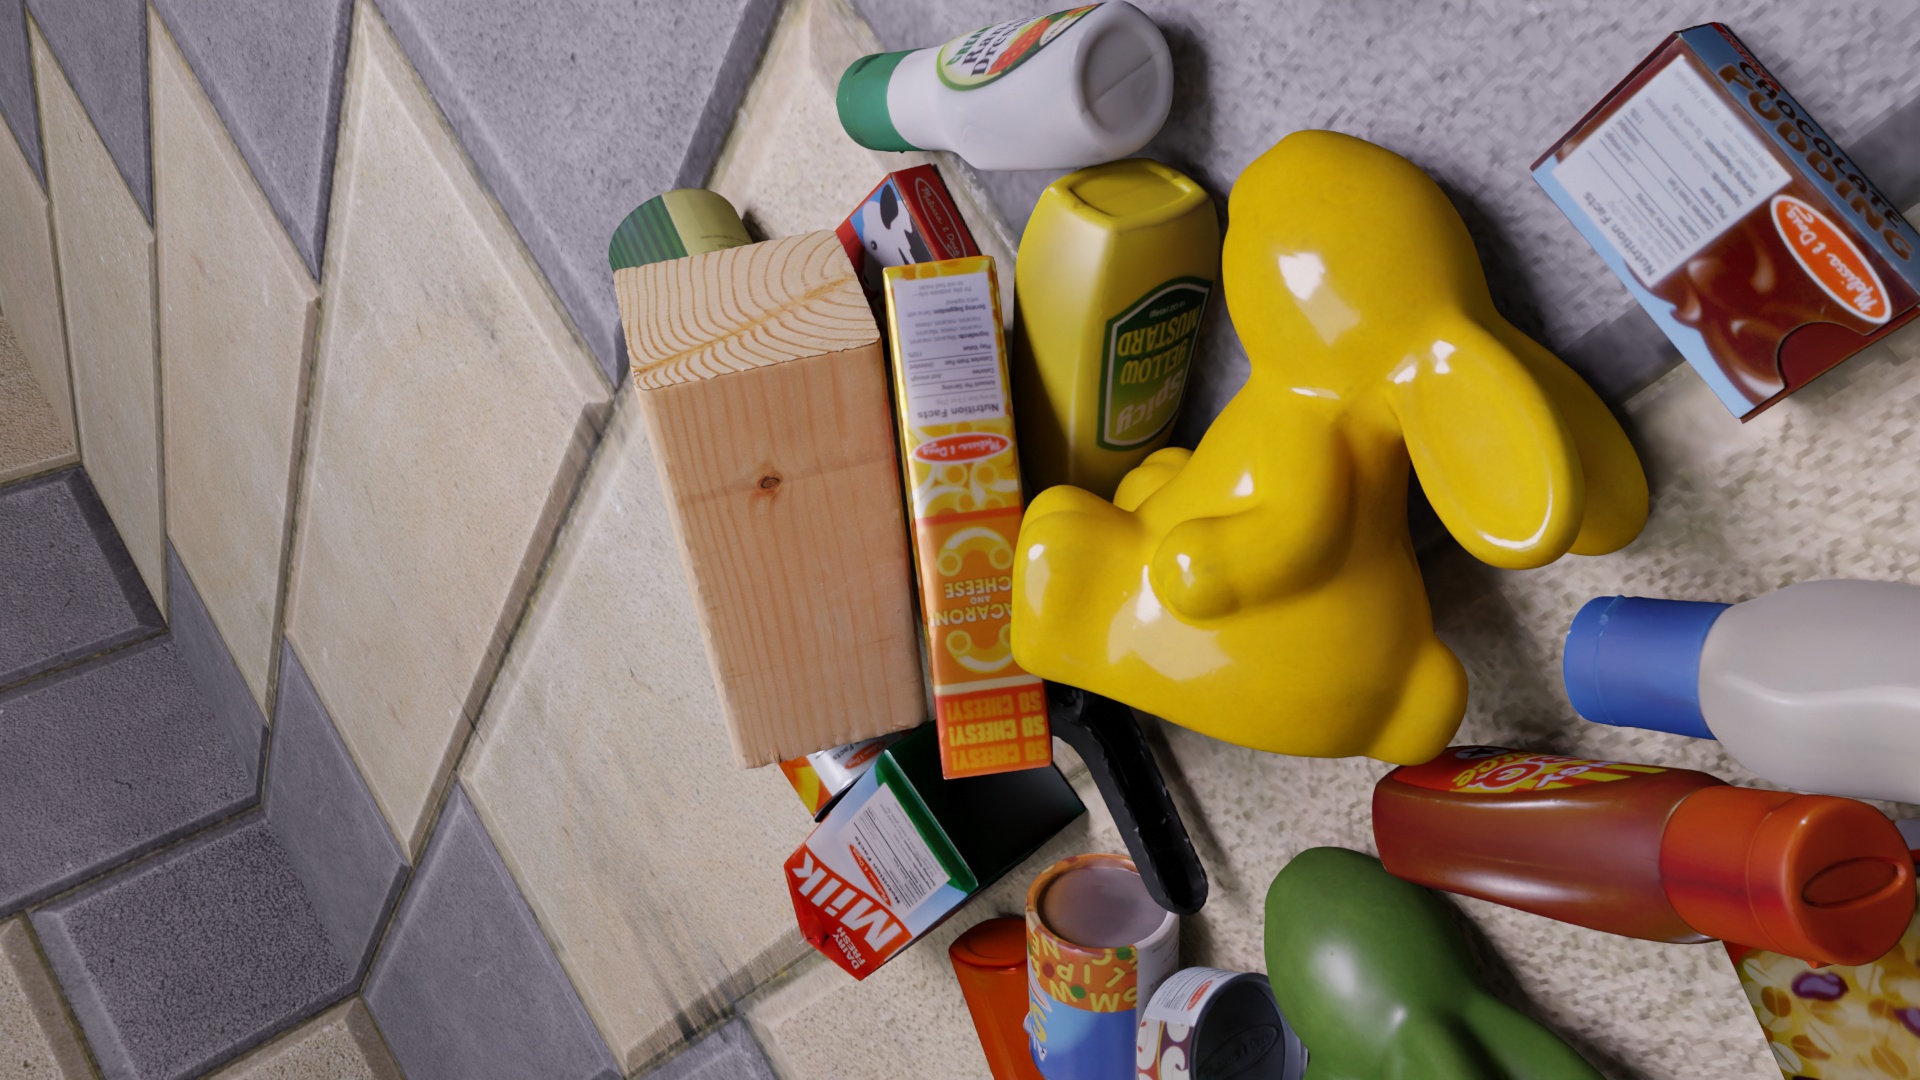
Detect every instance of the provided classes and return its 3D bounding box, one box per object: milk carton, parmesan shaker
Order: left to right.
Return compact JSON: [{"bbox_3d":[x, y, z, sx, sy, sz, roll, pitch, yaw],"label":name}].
[{"bbox_3d":[-0.112,-0.101,0.639,0.103,0.071,0.071,62,145,24],"label":"parmesan shaker"},{"bbox_3d":[-0.025,0.154,0.684,0.073,0.072,0.189,54,140,13],"label":"milk carton"}]

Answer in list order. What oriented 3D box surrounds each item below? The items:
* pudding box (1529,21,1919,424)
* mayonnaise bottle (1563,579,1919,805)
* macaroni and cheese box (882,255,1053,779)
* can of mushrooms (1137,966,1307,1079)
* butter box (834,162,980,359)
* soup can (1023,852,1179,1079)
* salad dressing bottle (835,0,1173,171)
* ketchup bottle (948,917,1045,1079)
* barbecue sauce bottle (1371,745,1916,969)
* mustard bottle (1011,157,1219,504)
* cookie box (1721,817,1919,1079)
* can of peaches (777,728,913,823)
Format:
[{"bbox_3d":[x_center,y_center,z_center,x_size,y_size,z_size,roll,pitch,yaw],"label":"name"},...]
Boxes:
[{"bbox_3d":[0.186,-0.076,0.336,0.084,0.030,0.049,55,141,12],"label":"pudding box"},{"bbox_3d":[0.223,0.036,0.332,0.148,0.065,0.041,4,126,54],"label":"mayonnaise bottle"},{"bbox_3d":[0.002,-0.006,0.504,0.123,0.040,0.166,126,136,-88],"label":"macaroni and cheese box"},{"bbox_3d":[0.106,0.210,0.562,0.033,0.071,0.071,-14,99,53],"label":"can of mushrooms"},{"bbox_3d":[-0.035,-0.110,0.586,0.103,0.024,0.053,-29,88,53],"label":"butter box"},{"bbox_3d":[0.059,0.188,0.605,0.071,0.071,0.083,22,125,42],"label":"soup can"},{"bbox_3d":[0.008,-0.155,0.483,0.148,0.064,0.044,19,146,53],"label":"salad dressing bottle"},{"bbox_3d":[0.042,0.264,0.689,0.064,0.044,0.148,-5,106,52],"label":"ketchup bottle"},{"bbox_3d":[0.175,0.081,0.371,0.148,0.065,0.043,161,101,-75],"label":"barbecue sauce bottle"},{"bbox_3d":[0.050,-0.051,0.490,0.049,0.065,0.159,42,144,36],"label":"mustard bottle"},{"bbox_3d":[0.281,0.149,0.341,0.122,0.040,0.167,-25,89,53],"label":"cookie box"},{"bbox_3d":[-0.062,0.101,0.703,0.058,0.071,0.071,53,142,15],"label":"can of peaches"}]
